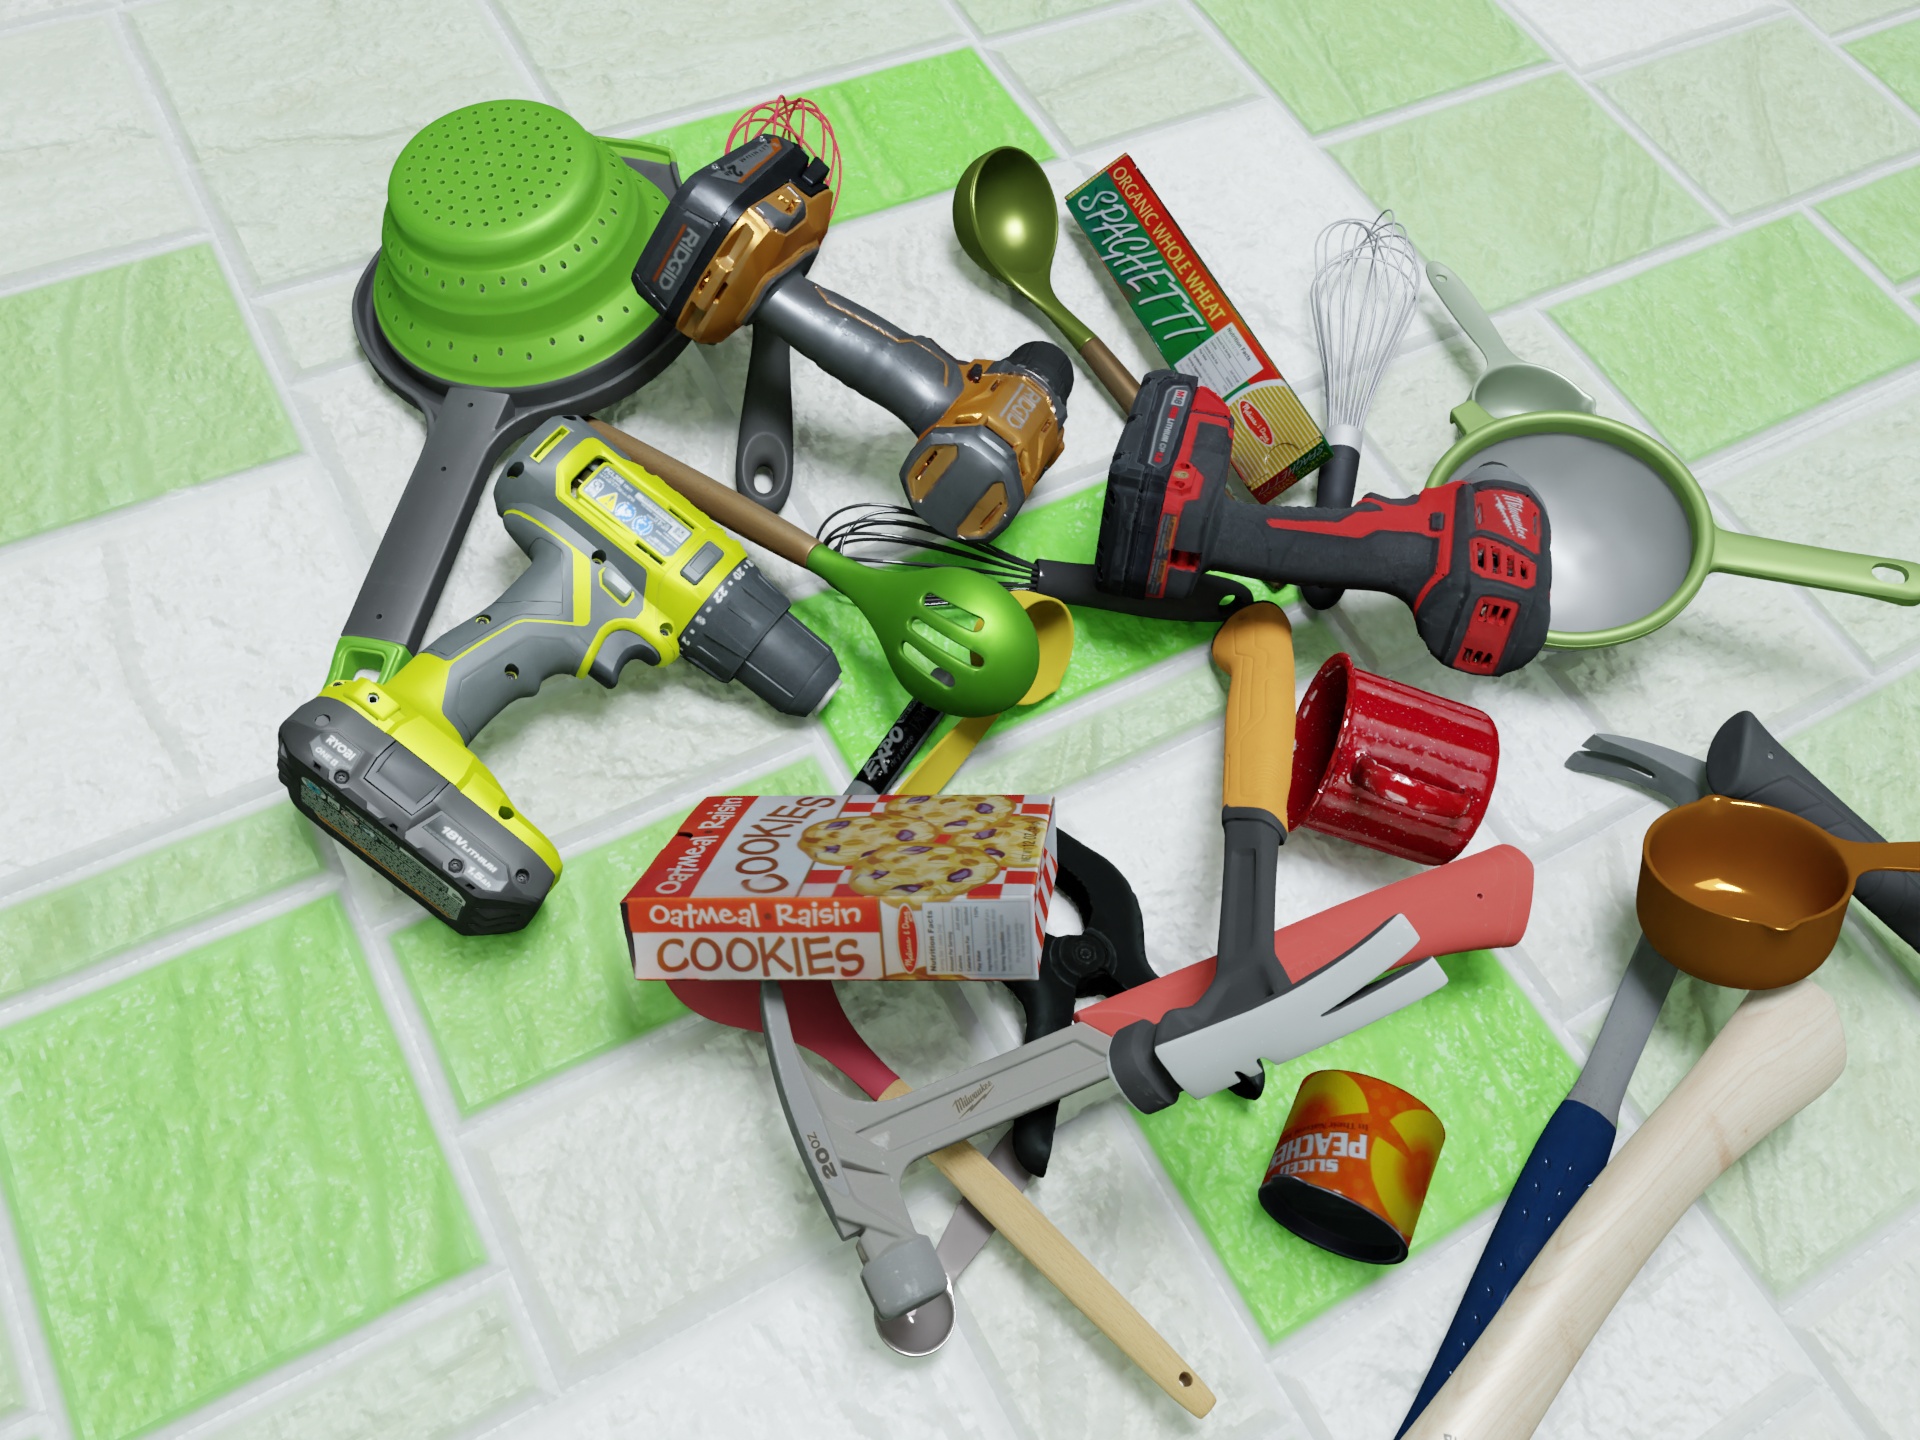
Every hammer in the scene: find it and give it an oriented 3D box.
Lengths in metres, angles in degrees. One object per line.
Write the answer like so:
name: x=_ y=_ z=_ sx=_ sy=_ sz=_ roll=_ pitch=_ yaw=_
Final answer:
hammer: x=0.499 y=0.119 z=0.770 sx=0.335 sy=0.035 sz=0.146 roll=44 pitch=64 yaw=7
hammer: x=0.137 y=0.029 z=0.706 sx=0.034 sy=0.127 sz=0.337 roll=51 pitch=27 yaw=-18
hammer: x=0.289 y=0.172 z=0.737 sx=0.144 sy=0.035 sz=0.406 roll=32 pitch=61 yaw=10
hammer: x=0.097 y=0.119 z=0.700 sx=0.359 sy=0.036 sz=0.149 roll=-19 pitch=67 yaw=-18
hammer: x=0.236 y=0.236 z=0.652 sx=0.410 sy=0.038 sz=0.146 roll=-39 pitch=71 yaw=-26

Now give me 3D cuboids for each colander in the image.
colander: x=-0.258 y=-0.195 z=0.827 sx=0.204 sy=0.094 sz=0.397 roll=8 pitch=63 yaw=8

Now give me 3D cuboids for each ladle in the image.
ladle: x=-0.014 y=0.179 z=0.686 sx=0.315 sy=0.031 sz=0.069 roll=41 pitch=57 yaw=17
ladle: x=0.097 y=-0.207 z=0.919 sx=0.078 sy=0.062 sz=0.320 roll=-17 pitch=64 yaw=-44

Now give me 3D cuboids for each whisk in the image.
whisk: x=-0.106 y=-0.246 z=0.915 sx=0.073 sy=0.073 sz=0.296 roll=3 pitch=66 yaw=-6
whisk: x=0.225 y=-0.186 z=0.927 sx=0.070 sy=0.070 sz=0.285 roll=14 pitch=64 yaw=0
whisk: x=0.041 y=-0.078 z=0.843 sx=0.239 sy=0.055 sz=0.055 roll=6 pitch=60 yaw=-9

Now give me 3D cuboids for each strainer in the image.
strainer: x=0.375 y=-0.081 z=0.859 sx=0.256 sy=0.069 sz=0.152 roll=11 pitch=64 yaw=12

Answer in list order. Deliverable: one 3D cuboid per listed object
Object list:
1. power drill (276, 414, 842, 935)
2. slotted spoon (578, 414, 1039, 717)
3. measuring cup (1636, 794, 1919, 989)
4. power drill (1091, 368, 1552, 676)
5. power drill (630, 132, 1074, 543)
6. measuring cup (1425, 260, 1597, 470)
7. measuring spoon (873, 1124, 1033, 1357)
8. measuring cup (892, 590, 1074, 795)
power drill: x=-0.181 y=-0.014 z=0.749 sx=0.190 sy=0.080 sz=0.228 roll=39 pitch=61 yaw=-4
slotted spoon: x=-0.094 y=-0.092 z=0.810 sx=0.314 sy=0.031 sz=0.070 roll=31 pitch=105 yaw=25
measuring cup: x=0.400 y=0.082 z=0.730 sx=0.173 sy=0.052 sz=0.095 roll=-1 pitch=34 yaw=5
power drill: x=0.187 y=-0.103 z=0.806 sx=0.220 sy=0.078 sz=0.143 roll=14 pitch=44 yaw=9
power drill: x=-0.038 y=-0.207 z=0.844 sx=0.226 sy=0.084 sz=0.185 roll=38 pitch=36 yaw=-6
measuring cup: x=0.317 y=-0.208 z=0.960 sx=0.083 sy=0.038 sz=0.168 roll=-13 pitch=61 yaw=-15
measuring spoon: x=0.004 y=0.220 z=0.686 sx=0.034 sy=0.018 sz=0.124 roll=31 pitch=54 yaw=13
measuring cup: x=-0.001 y=-0.003 z=0.798 sx=0.029 sy=0.062 sz=0.156 roll=27 pitch=69 yaw=41
